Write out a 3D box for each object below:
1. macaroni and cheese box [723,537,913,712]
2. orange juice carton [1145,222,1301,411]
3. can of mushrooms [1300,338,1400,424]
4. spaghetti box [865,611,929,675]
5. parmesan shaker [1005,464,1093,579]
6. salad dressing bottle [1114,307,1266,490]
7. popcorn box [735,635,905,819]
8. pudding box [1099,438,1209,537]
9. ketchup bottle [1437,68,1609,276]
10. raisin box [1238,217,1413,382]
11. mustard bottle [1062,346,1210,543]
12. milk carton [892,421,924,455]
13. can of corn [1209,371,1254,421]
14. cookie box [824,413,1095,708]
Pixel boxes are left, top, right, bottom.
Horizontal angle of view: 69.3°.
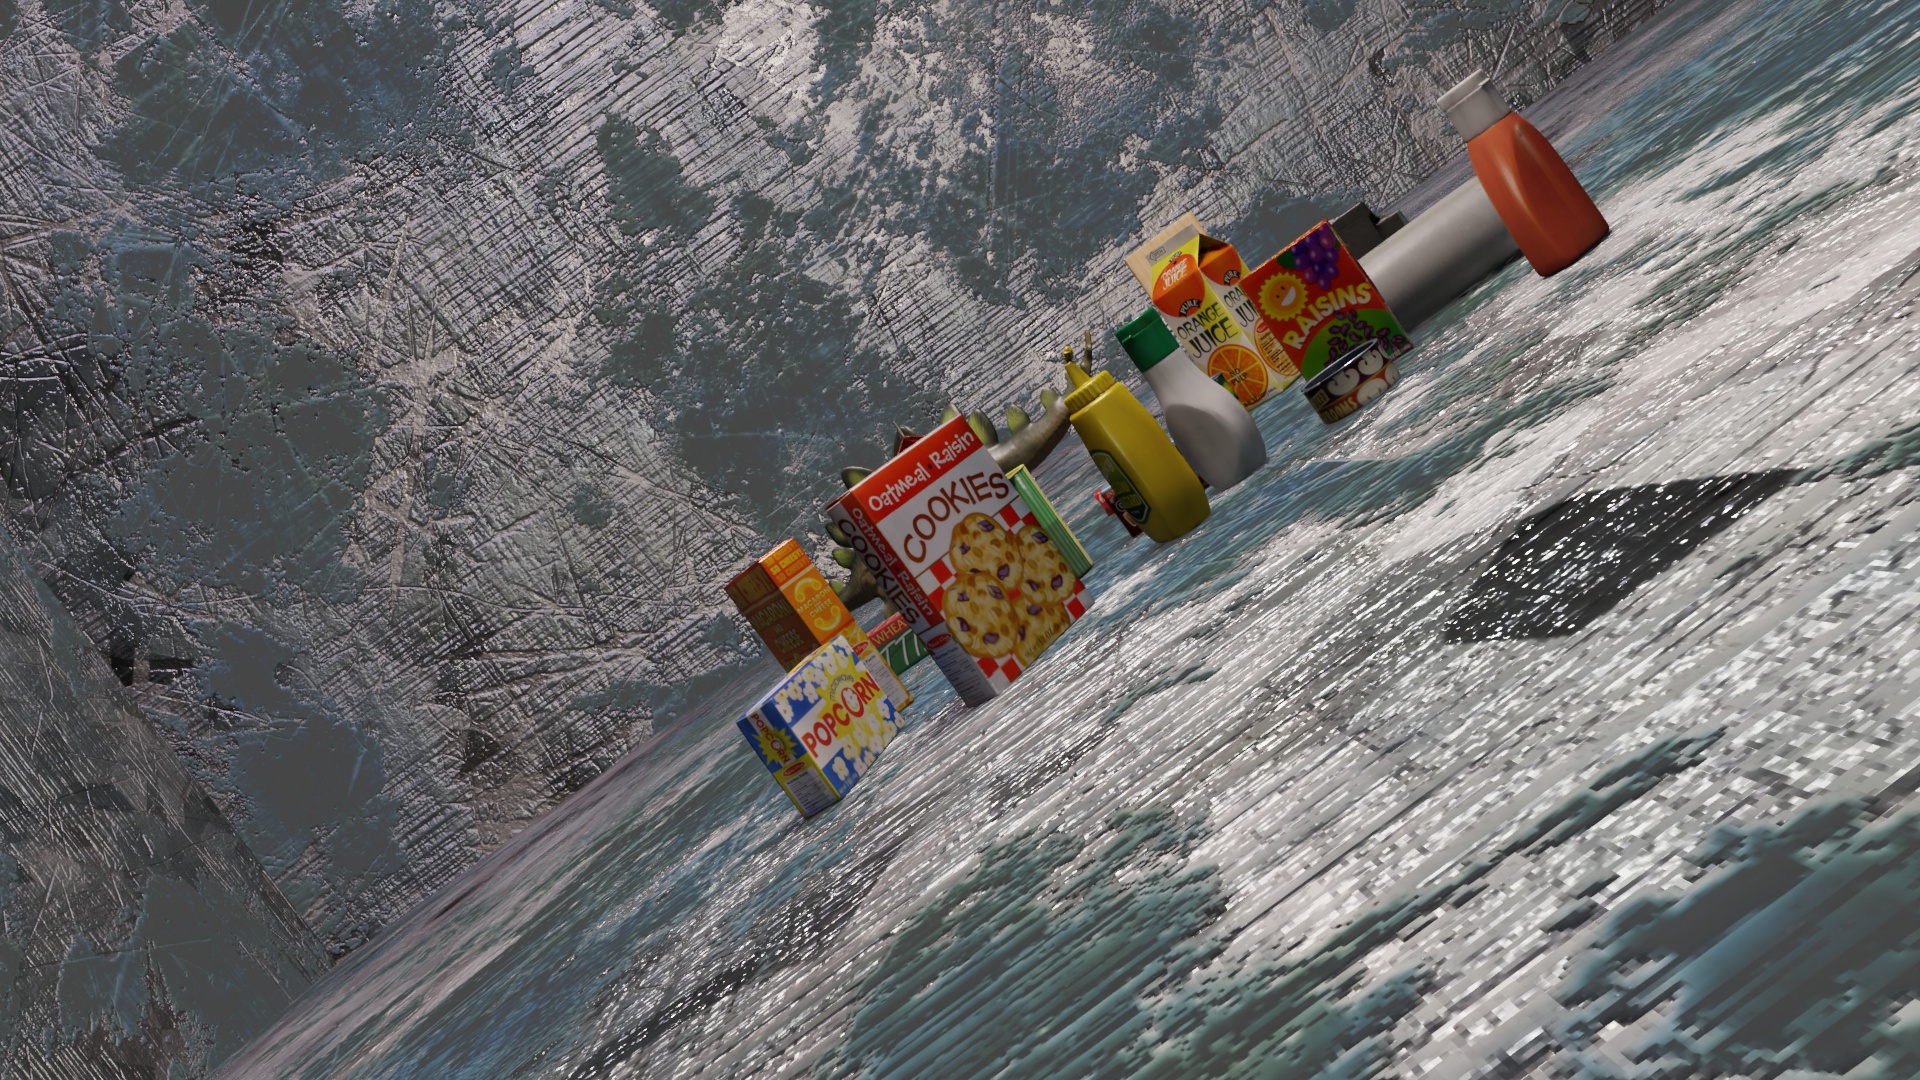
[{"bbox_3d":[-0.121,0.085,1.165,0.040,0.166,0.123,-37,4,-26],"label":"macaroni and cheese box"},{"bbox_3d":[0.267,-0.230,1.423,0.073,0.192,0.071,-38,4,-40],"label":"orange juice carton"},{"bbox_3d":[0.286,-0.115,1.023,0.071,0.033,0.071,-36,3,2],"label":"can of mushrooms"},{"bbox_3d":[-0.065,0.103,1.341,0.249,0.050,0.029,-35,3,13],"label":"spaghetti box"},{"bbox_3d":[0.056,-0.003,1.157,0.071,0.103,0.071,-36,3,2],"label":"parmesan shaker"},{"bbox_3d":[0.175,-0.110,1.069,0.044,0.147,0.064,-38,4,-35],"label":"salad dressing bottle"},{"bbox_3d":[-0.097,0.131,0.992,0.038,0.085,0.127,-34,4,25],"label":"popcorn box"},{"bbox_3d":[0.163,-0.046,1.151,0.083,0.049,0.030,-35,3,10],"label":"pudding box"},{"bbox_3d":[0.396,-0.263,0.986,0.065,0.148,0.043,-37,3,-27],"label":"ketchup bottle"},{"bbox_3d":[0.294,-0.184,1.118,0.086,0.123,0.040,-35,3,20],"label":"raisin box"},{"bbox_3d":[0.119,-0.073,1.016,0.049,0.160,0.065,-37,3,-14],"label":"mustard bottle"},{"bbox_3d":[0.004,-0.013,1.076,0.073,0.190,0.072,-36,3,-1],"label":"milk carton"},{"bbox_3d":[0.236,-0.117,1.319,0.071,0.058,0.071,-36,3,2],"label":"can of corn"},{"bbox_3d":[0.002,0.011,0.956,0.123,0.167,0.040,-39,4,-41],"label":"cookie box"}]
